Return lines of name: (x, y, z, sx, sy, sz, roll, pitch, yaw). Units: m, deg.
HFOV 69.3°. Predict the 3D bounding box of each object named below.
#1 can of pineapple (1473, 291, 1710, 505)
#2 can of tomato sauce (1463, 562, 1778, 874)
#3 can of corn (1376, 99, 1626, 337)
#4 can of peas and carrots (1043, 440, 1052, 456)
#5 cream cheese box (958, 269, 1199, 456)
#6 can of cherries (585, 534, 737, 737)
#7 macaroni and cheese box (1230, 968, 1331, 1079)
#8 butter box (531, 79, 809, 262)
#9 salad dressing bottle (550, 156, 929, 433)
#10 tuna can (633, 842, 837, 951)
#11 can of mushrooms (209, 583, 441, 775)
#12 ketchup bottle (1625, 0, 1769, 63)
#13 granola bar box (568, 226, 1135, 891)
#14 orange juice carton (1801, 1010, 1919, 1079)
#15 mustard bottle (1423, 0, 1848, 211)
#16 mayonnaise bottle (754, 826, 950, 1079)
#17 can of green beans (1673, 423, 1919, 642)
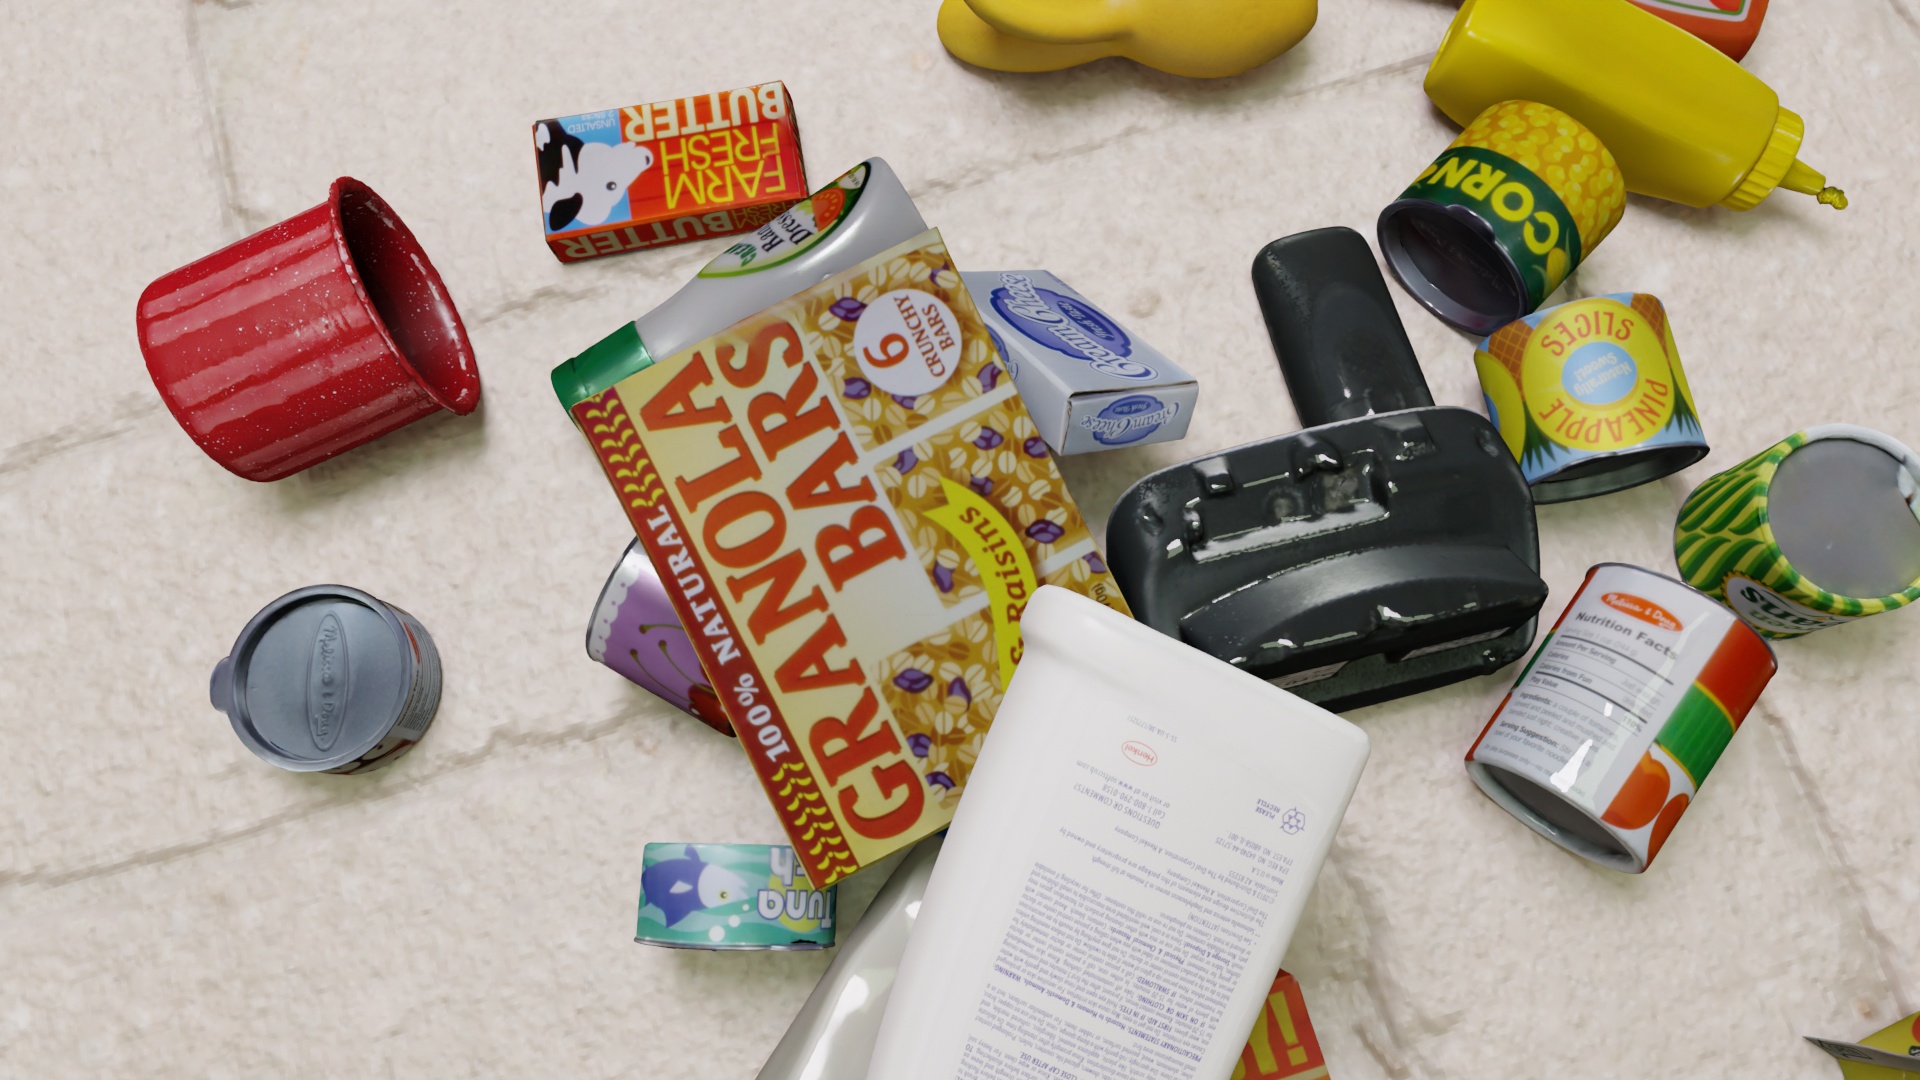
can of pineapple: (0.223, -0.050, 0.494, 0.071, 0.071, 0.058, -10, 76, -1)
can of tomato sauce: (0.223, 0.061, 0.471, 0.071, 0.071, 0.083, 36, 81, 9)
can of corn: (0.199, -0.120, 0.511, 0.071, 0.071, 0.058, 44, 81, 10)
can of peas and carrots: (0.002, -0.006, 0.490, 0.071, 0.071, 0.059, -11, 78, -1)
cream cheese box: (0.032, -0.066, 0.489, 0.053, 0.024, 0.104, -8, 36, -28)
can of cherries: (-0.088, 0.029, 0.487, 0.058, 0.071, 0.071, 28, 79, 7)
macaroni and cheese box: (0.074, 0.238, 0.445, 0.124, 0.040, 0.166, -16, 77, -2)
butter box: (-0.113, -0.145, 0.548, 0.103, 0.024, 0.053, -10, 76, -1)
salad dressing bottle: (-0.081, -0.086, 0.518, 0.148, 0.064, 0.044, -32, 121, 1)
tuna can: (-0.072, 0.118, 0.461, 0.071, 0.071, 0.033, 1, 77, 2)
can of mushrooms: (-0.227, 0.051, 0.500, 0.071, 0.033, 0.071, 0, 77, 1)
ketchup bottle: (0.237, -0.228, 0.550, 0.149, 0.043, 0.065, 14, 73, 5)
granola bar box: (-0.026, 0.005, 0.431, 0.124, 0.039, 0.165, -27, 90, -2)
orange juice carton: (0.373, 0.203, 0.430, 0.193, 0.071, 0.073, 26, 79, 7)
mustard bottle: (0.260, -0.162, 0.526, 0.160, 0.065, 0.049, 25, 80, 1)
mayonnaise bottle: (-0.017, 0.138, 0.461, 0.041, 0.064, 0.148, 35, 76, 2)
can of green beans: (0.297, -0.002, 0.487, 0.071, 0.057, 0.071, 0, 77, 1)
